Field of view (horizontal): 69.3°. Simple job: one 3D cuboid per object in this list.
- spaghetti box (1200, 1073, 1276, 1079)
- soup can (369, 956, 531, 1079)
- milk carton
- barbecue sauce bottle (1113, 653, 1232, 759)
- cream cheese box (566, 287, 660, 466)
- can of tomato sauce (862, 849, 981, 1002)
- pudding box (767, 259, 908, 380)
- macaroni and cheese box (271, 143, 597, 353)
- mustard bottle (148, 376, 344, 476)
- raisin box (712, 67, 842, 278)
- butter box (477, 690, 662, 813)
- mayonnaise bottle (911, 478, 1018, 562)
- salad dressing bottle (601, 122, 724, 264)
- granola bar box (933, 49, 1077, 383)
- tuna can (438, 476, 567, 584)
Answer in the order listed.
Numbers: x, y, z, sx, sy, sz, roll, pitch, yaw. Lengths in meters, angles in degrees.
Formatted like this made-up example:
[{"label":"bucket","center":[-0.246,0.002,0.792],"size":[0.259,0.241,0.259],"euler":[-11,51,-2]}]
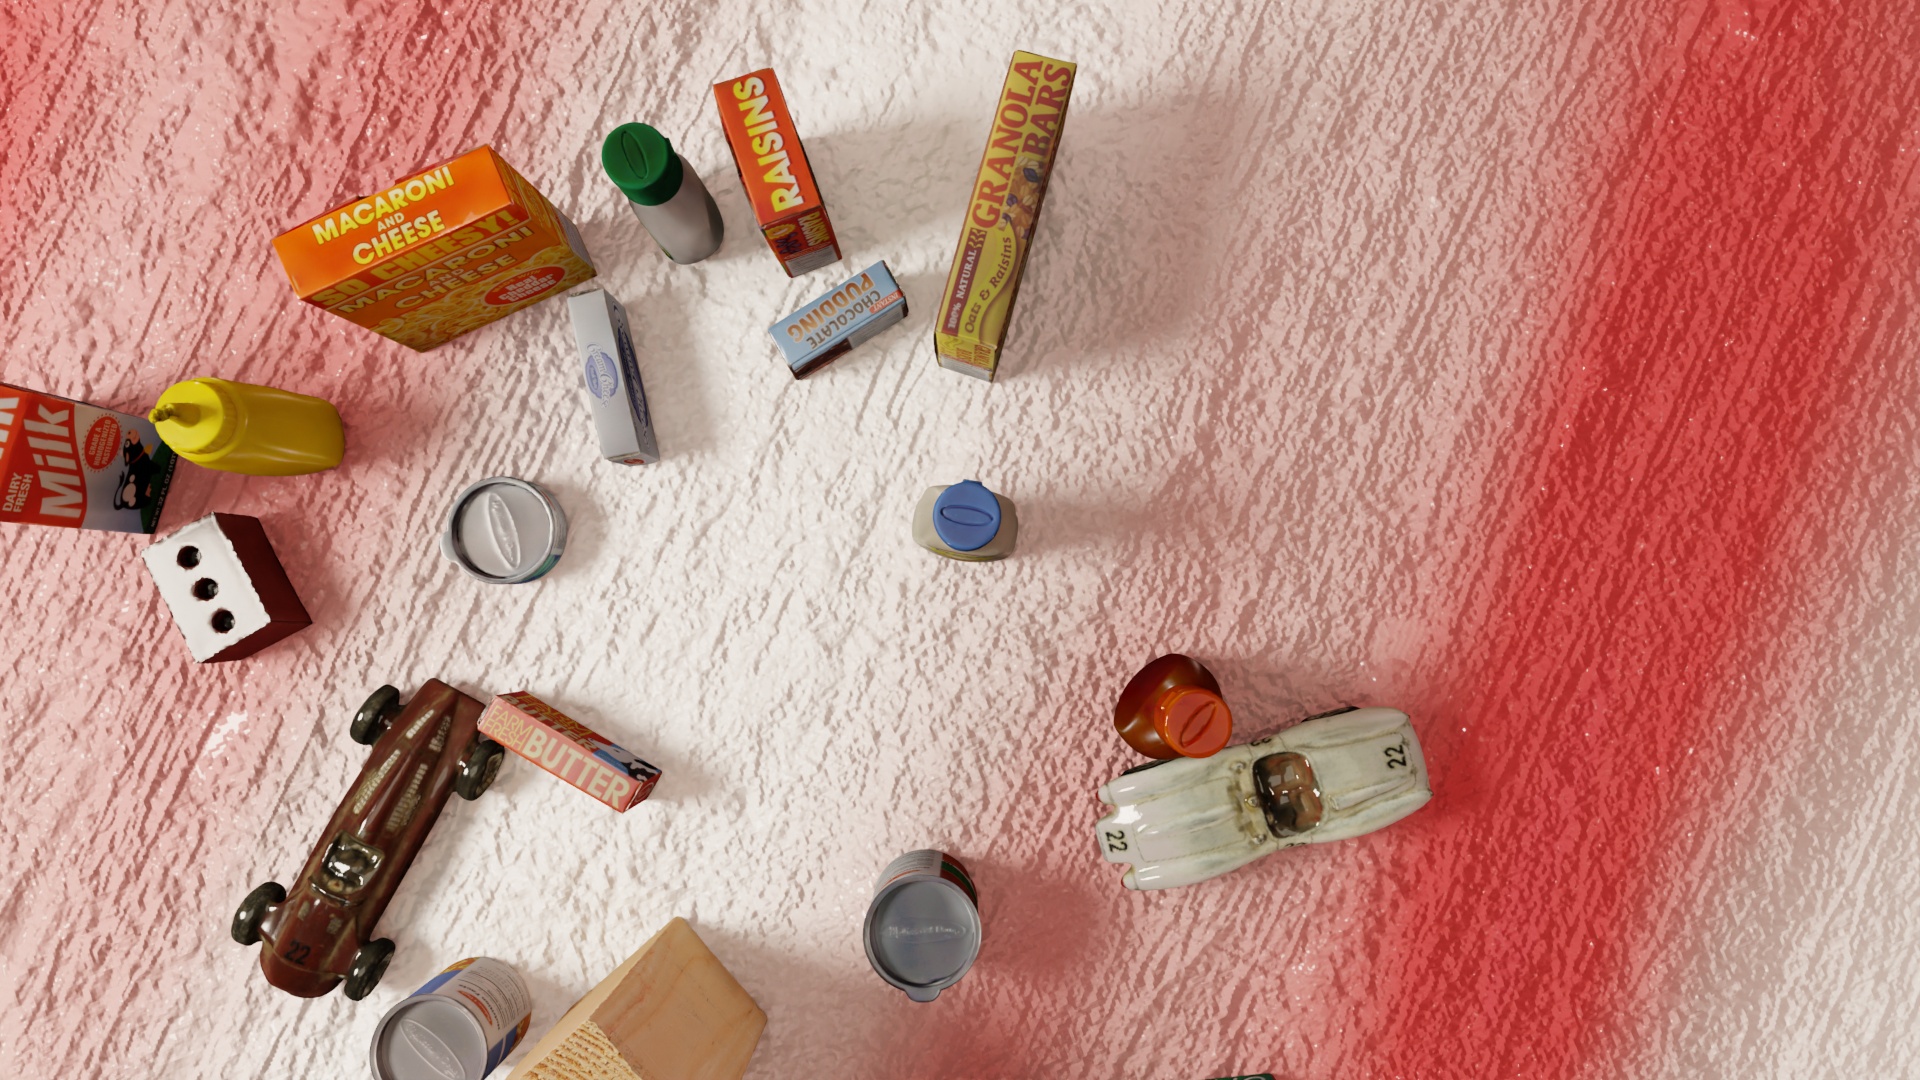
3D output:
[{"label":"spaghetti box","center":[0.072,0.351,0.827],"size":[0.250,0.050,0.028],"euler":[-6,88,-1]},{"label":"soup can","center":[-0.298,0.289,0.812],"size":[0.071,0.084,0.071],"euler":[0,88,0]},{"label":"milk carton","center":[-0.528,-0.050,0.775],"size":[0.073,0.190,0.072],"euler":[15,88,1]},{"label":"barbecue sauce bottle","center":[0.123,0.097,0.791],"size":[0.043,0.148,0.065],"euler":[40,88,1]},{"label":"cream cheese box","center":[-0.211,-0.098,0.847],"size":[0.024,0.053,0.104],"euler":[-14,87,-1]},{"label":"can of tomato sauce","center":[-0.021,0.224,0.817],"size":[0.071,0.083,0.071],"euler":[0,88,0]},{"label":"pudding box","center":[-0.074,-0.134,0.852],"size":[0.084,0.049,0.030],"euler":[-32,88,-2]},{"label":"macaroni and cheese box","center":[-0.292,-0.162,0.794],"size":[0.124,0.166,0.040],"euler":[-25,88,-1]},{"label":"mustard bottle","center":[-0.411,-0.065,0.791],"size":[0.065,0.160,0.049],"euler":[-6,88,0]},{"label":"raisin box","center":[-0.106,-0.213,0.819],"size":[0.040,0.123,0.086],"euler":[-19,88,-1]},{"label":"butter box","center":[-0.234,0.126,0.836],"size":[0.103,0.053,0.024],"euler":[30,88,1]},{"label":"mayonnaise bottle","center":[0.003,-0.010,0.796],"size":[0.065,0.148,0.041],"euler":[9,88,0]},{"label":"salad dressing bottle","center":[-0.172,-0.202,0.806],"size":[0.044,0.147,0.064],"euler":[-23,88,-1]},{"label":"granola bar box","center":[0.024,-0.185,0.817],"size":[0.039,0.124,0.165],"euler":[16,87,1]},{"label":"tuna can","center":[-0.280,-0.005,0.853],"size":[0.071,0.033,0.071],"euler":[0,87,0]}]
